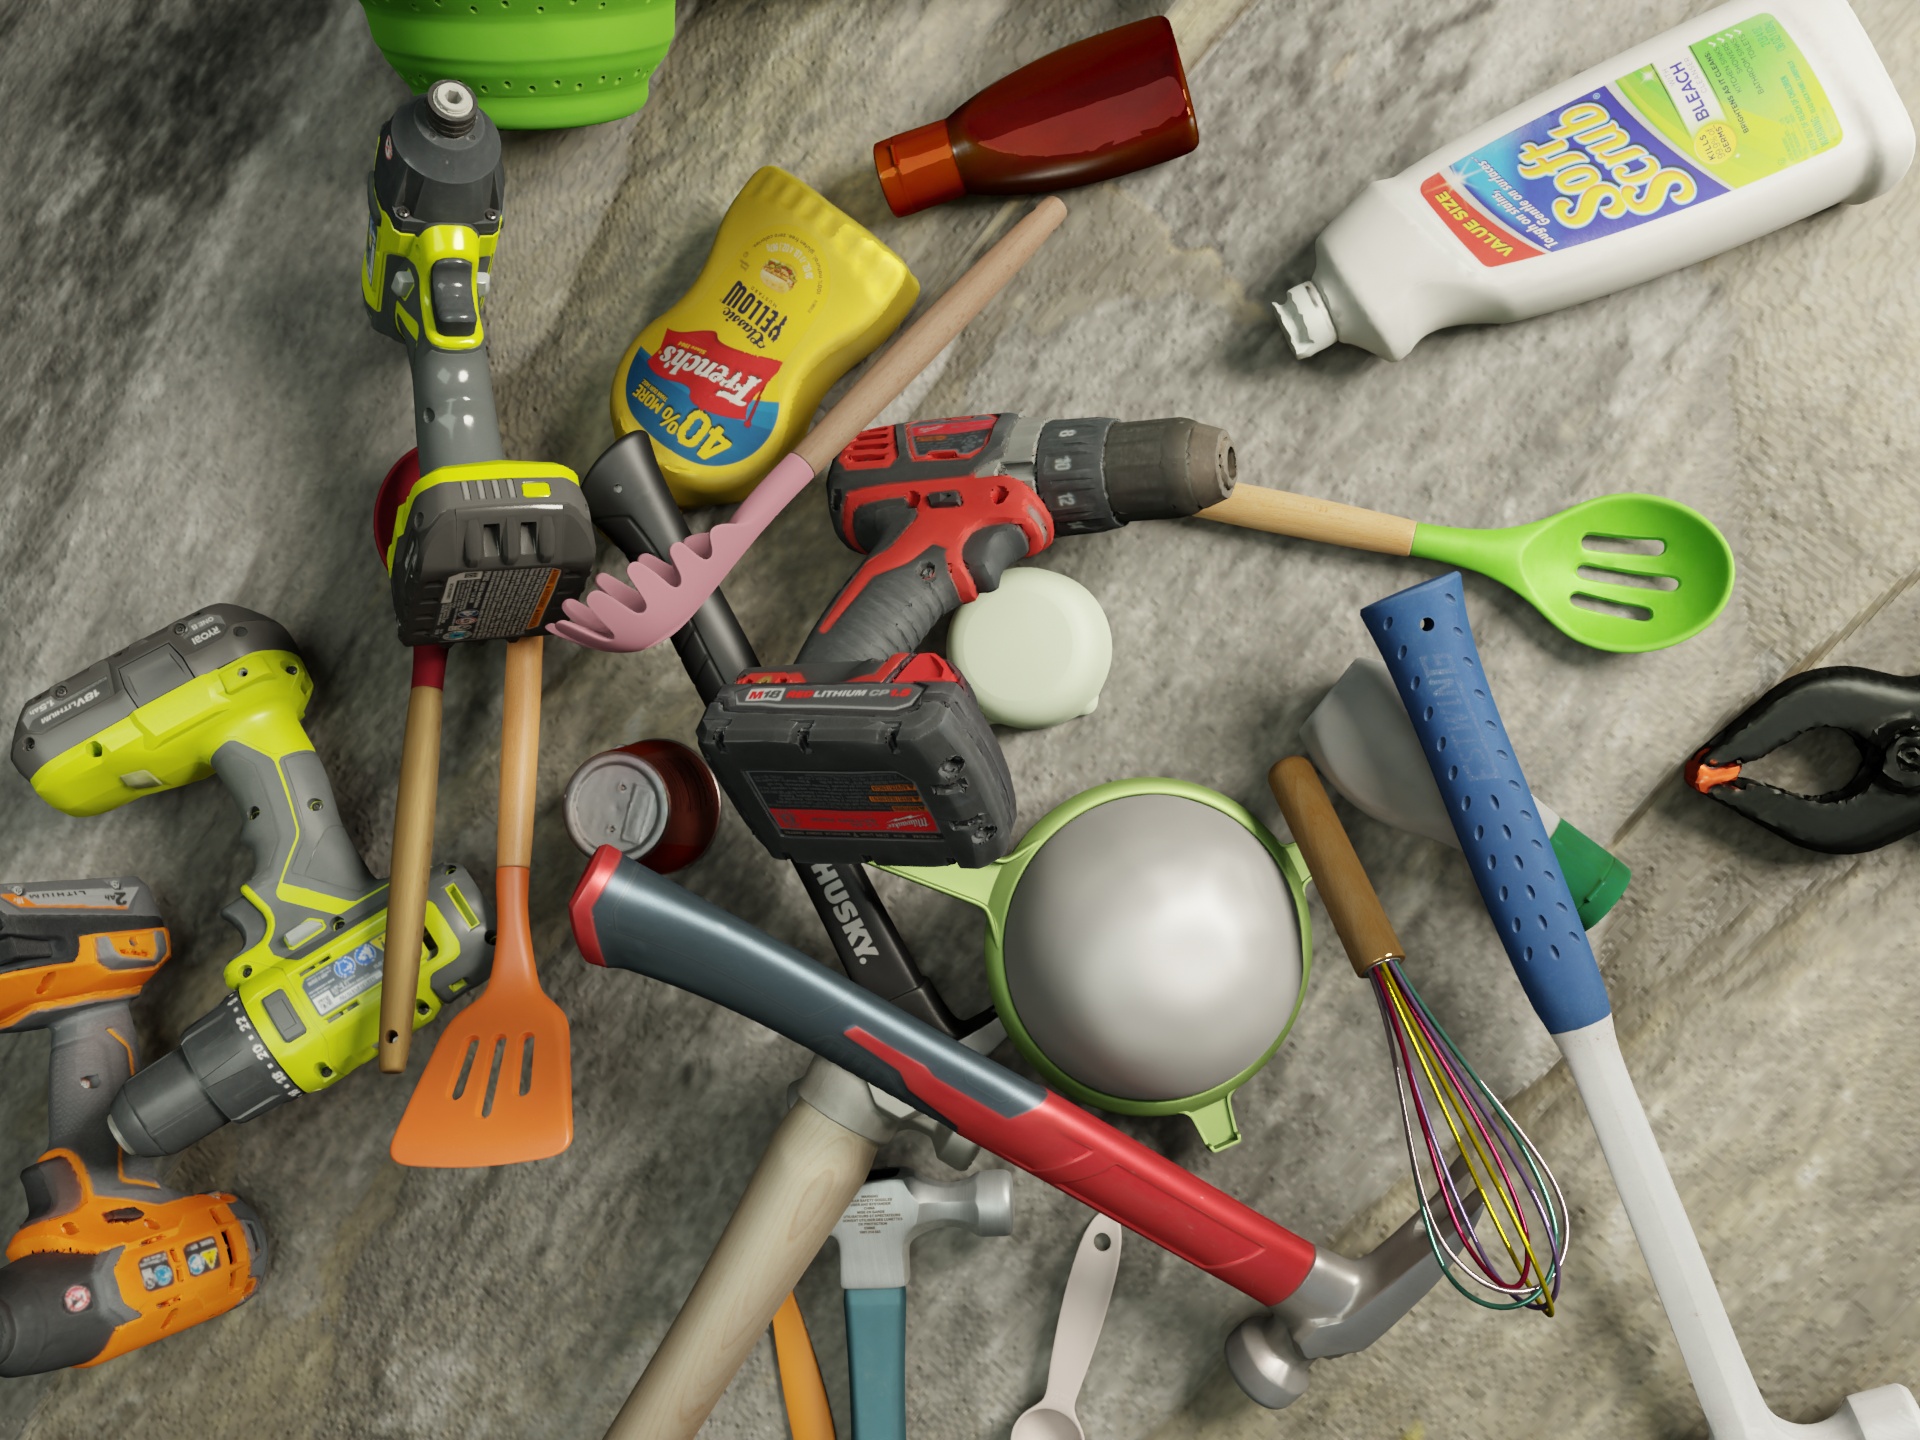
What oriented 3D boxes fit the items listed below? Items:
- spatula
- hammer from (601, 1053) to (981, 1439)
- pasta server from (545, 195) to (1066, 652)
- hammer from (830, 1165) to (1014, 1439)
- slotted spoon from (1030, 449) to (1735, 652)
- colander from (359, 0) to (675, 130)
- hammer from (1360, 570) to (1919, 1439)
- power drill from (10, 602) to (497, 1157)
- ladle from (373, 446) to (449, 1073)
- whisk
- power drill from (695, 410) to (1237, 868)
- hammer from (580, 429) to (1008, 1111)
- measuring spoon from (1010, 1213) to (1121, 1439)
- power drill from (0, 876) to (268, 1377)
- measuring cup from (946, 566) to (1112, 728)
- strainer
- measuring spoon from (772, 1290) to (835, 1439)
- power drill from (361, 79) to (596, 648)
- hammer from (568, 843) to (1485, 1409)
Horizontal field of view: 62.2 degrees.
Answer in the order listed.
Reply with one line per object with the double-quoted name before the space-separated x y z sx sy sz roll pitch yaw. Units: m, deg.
"spatula" -0.212 0.044 0.750 0.081 0.041 0.323 -4 71 4
"hammer" -0.143 0.309 0.706 0.146 0.038 0.410 30 90 5
"pasta server" -0.058 -0.138 0.713 0.040 0.060 0.316 47 72 -18
"hammer" -0.035 0.374 0.732 0.128 0.033 0.331 -2 88 4
"slotted spoon" 0.179 -0.089 0.719 0.314 0.031 0.070 13 90 14
"colander" -0.126 -0.340 0.761 0.397 0.205 0.094 -1 121 -4
"hammer" 0.253 0.136 0.656 0.144 0.035 0.405 -22 91 15
"power drill" -0.354 0.077 0.771 0.190 0.080 0.228 -32 79 -17
"ladle" -0.257 0.010 0.763 0.069 0.031 0.316 -1 69 -2
"whisk" 0.180 0.122 0.649 0.051 0.047 0.245 -37 57 28
"power drill" 0.008 -0.050 0.665 0.188 0.080 0.227 -1 46 25
"hammer" -0.080 0.021 0.735 0.146 0.035 0.335 -27 93 8
"measuring spoon" 0.053 0.287 0.734 0.034 0.018 0.124 15 83 12
"power drill" -0.435 0.195 0.764 0.084 0.164 0.226 -24 81 14
"measuring cup" -0.001 -0.002 0.745 0.167 0.038 0.083 -45 80 7
"strainer" 0.040 0.080 0.677 0.256 0.069 0.151 22 85 -8
"measuring spoon" -0.078 0.312 0.758 0.021 0.011 0.117 -15 83 11
"power drill" -0.229 -0.159 0.726 0.080 0.171 0.223 -7 76 -25
"hammer" 0.024 0.147 0.641 0.386 0.038 0.143 32 113 -12
